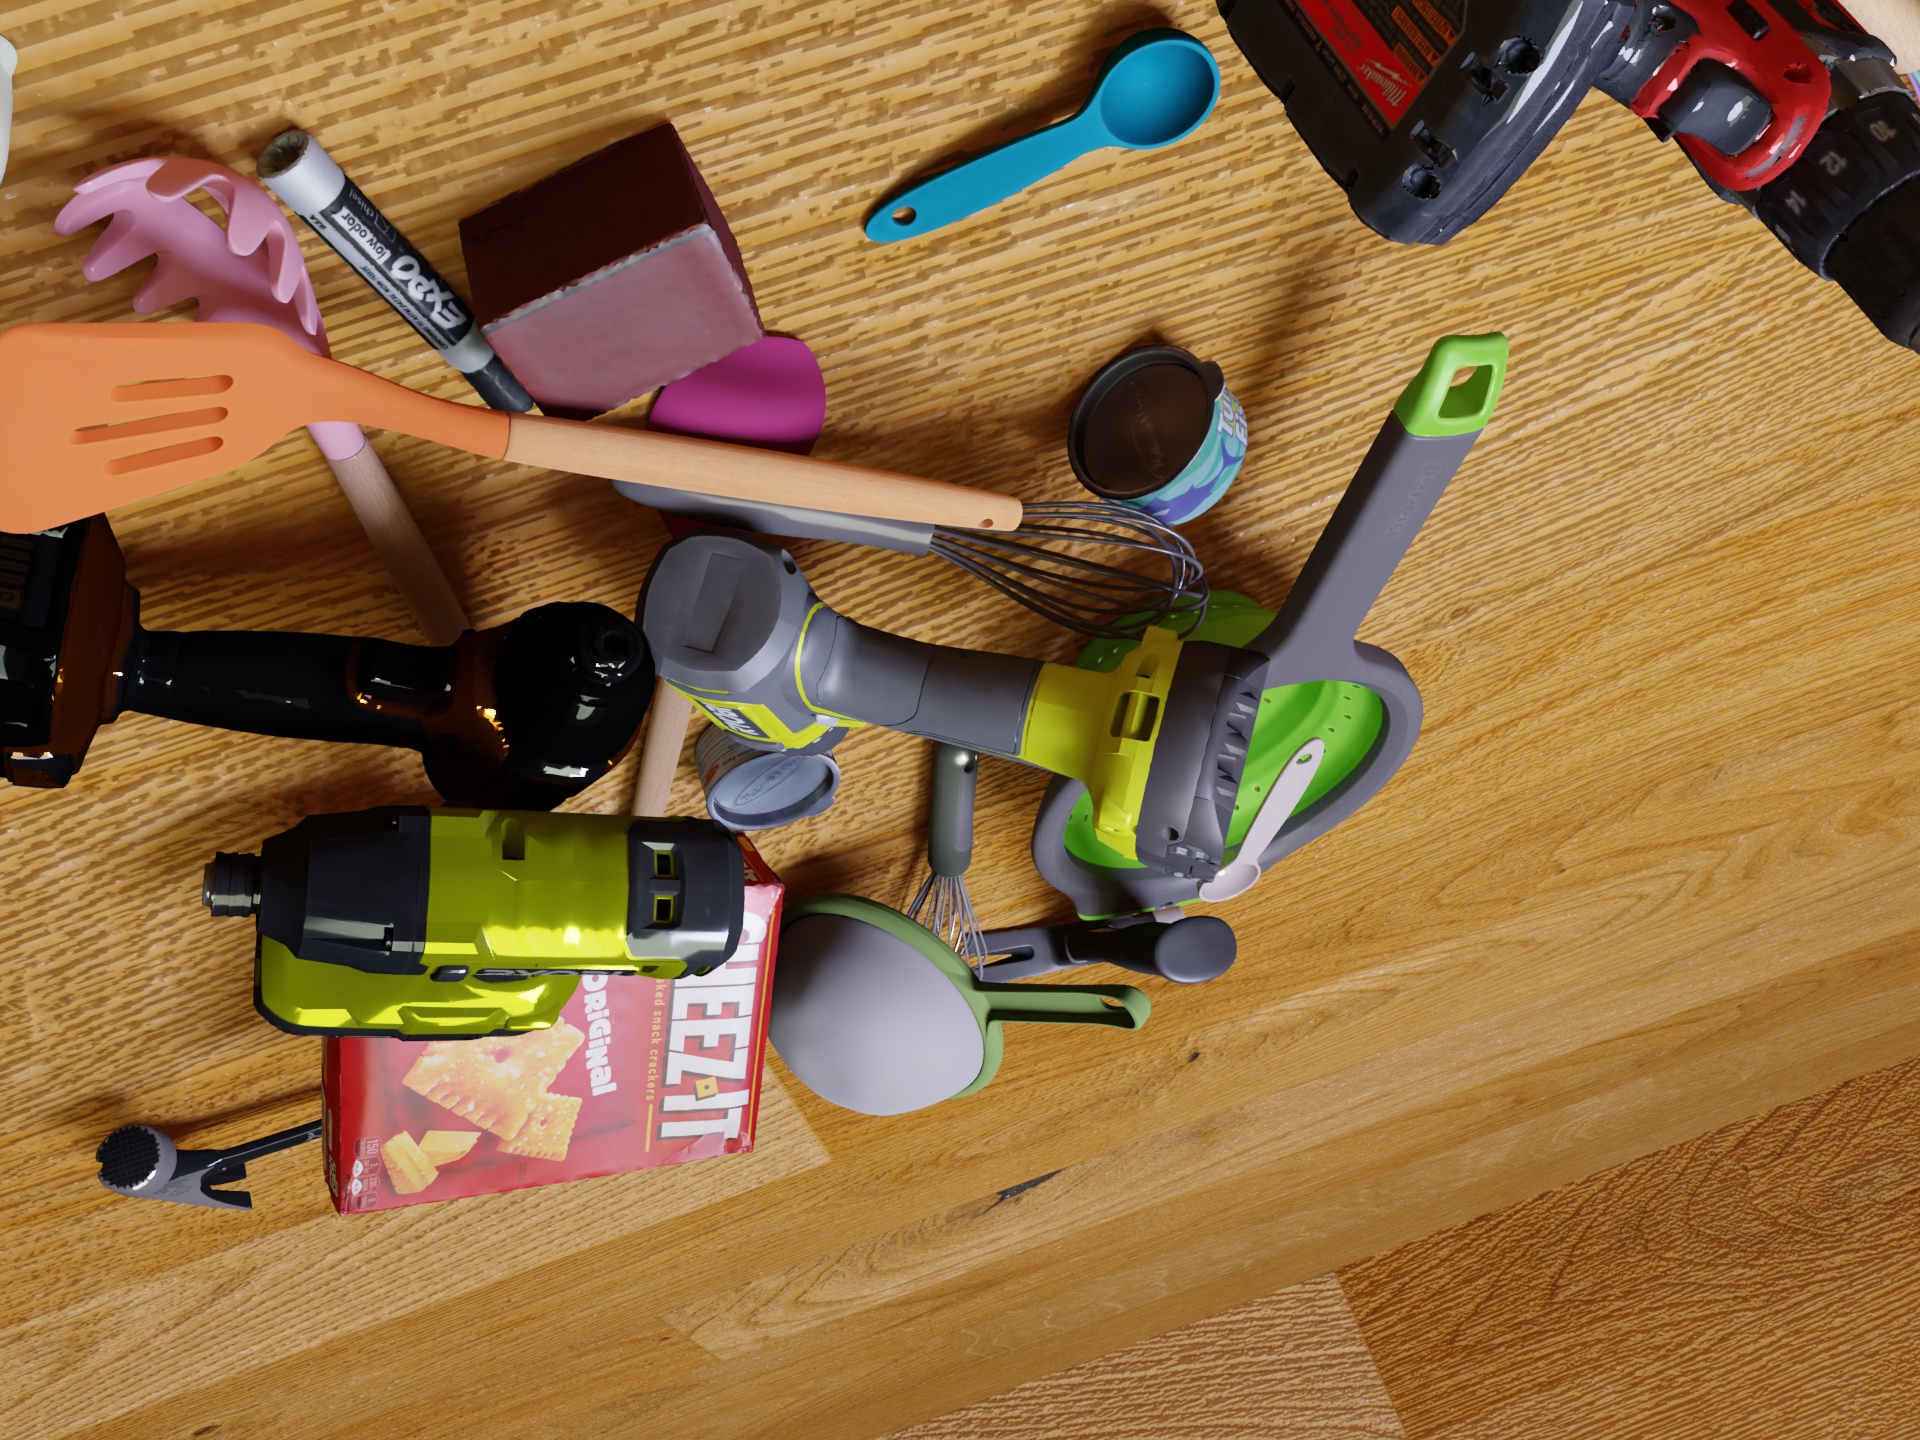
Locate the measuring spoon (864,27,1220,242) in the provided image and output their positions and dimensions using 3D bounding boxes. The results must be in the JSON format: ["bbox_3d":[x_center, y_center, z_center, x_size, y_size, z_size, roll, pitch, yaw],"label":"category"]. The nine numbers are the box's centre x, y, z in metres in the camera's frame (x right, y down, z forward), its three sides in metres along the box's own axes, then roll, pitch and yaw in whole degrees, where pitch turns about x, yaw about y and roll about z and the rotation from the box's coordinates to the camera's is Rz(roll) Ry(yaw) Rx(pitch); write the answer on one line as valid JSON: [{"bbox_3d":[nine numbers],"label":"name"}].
[{"bbox_3d":[0.024,-0.196,0.533,0.128,0.021,0.042,-20,149,17],"label":"measuring spoon"}]

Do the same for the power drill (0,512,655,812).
[{"bbox_3d":[-0.218,-0.018,0.530,0.226,0.084,0.164,10,162,-27],"label":"power drill"}]

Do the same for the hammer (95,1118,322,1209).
[{"bbox_3d":[-0.268,0.208,0.938,0.409,0.036,0.149,-16,159,-12],"label":"hammer"}]

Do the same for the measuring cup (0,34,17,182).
[{"bbox_3d":[-0.277,-0.176,0.359,0.083,0.038,0.167,-13,149,-13],"label":"measuring cup"}]

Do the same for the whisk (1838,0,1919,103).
[{"bbox_3d":[0.381,-0.254,0.626,0.244,0.047,0.051,13,123,-36],"label":"whisk"}]

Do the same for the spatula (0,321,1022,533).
[{"bbox_3d":[-0.118,-0.078,0.498,0.322,0.041,0.081,4,145,-30],"label":"spatula"}]

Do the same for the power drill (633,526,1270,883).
[{"bbox_3d":[-0.001,-0.002,0.639,0.228,0.080,0.190,14,169,10],"label":"power drill"}]

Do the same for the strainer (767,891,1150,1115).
[{"bbox_3d":[-0.017,0.167,0.844,0.256,0.069,0.151,-8,120,41],"label":"strainer"}]

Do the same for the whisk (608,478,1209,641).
[{"bbox_3d":[-0.015,-0.071,0.603,0.239,0.055,0.055,10,140,-14],"label":"whisk"}]

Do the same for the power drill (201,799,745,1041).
[{"bbox_3d":[-0.199,0.076,0.610,0.171,0.080,0.223,5,164,-26],"label":"power drill"}]

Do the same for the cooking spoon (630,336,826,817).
[{"bbox_3d":[-0.116,-0.037,0.683,0.068,0.017,0.318,-5,144,-24],"label":"cooking spoon"}]

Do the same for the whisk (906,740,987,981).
[{"bbox_3d":[-0.006,0.084,0.906,0.058,0.059,0.246,-49,158,-33],"label":"whisk"}]

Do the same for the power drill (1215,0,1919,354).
[{"bbox_3d":[0.207,-0.183,0.470,0.226,0.188,0.080,-6,149,-33],"label":"power drill"}]

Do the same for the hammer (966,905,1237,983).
[{"bbox_3d":[0.089,0.129,0.903,0.146,0.035,0.334,-9,174,-6],"label":"hammer"}]

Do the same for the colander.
[{"bbox_3d":[0.135,-0.047,0.738,0.204,0.095,0.396,-8,147,-20],"label":"colander"}]

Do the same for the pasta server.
[{"bbox_3d":[-0.209,-0.073,0.557,0.060,0.040,0.316,8,150,8],"label":"pasta server"}]

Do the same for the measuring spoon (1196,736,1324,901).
[{"bbox_3d":[0.148,0.047,0.790,0.034,0.018,0.124,-3,138,-25],"label":"measuring spoon"}]
